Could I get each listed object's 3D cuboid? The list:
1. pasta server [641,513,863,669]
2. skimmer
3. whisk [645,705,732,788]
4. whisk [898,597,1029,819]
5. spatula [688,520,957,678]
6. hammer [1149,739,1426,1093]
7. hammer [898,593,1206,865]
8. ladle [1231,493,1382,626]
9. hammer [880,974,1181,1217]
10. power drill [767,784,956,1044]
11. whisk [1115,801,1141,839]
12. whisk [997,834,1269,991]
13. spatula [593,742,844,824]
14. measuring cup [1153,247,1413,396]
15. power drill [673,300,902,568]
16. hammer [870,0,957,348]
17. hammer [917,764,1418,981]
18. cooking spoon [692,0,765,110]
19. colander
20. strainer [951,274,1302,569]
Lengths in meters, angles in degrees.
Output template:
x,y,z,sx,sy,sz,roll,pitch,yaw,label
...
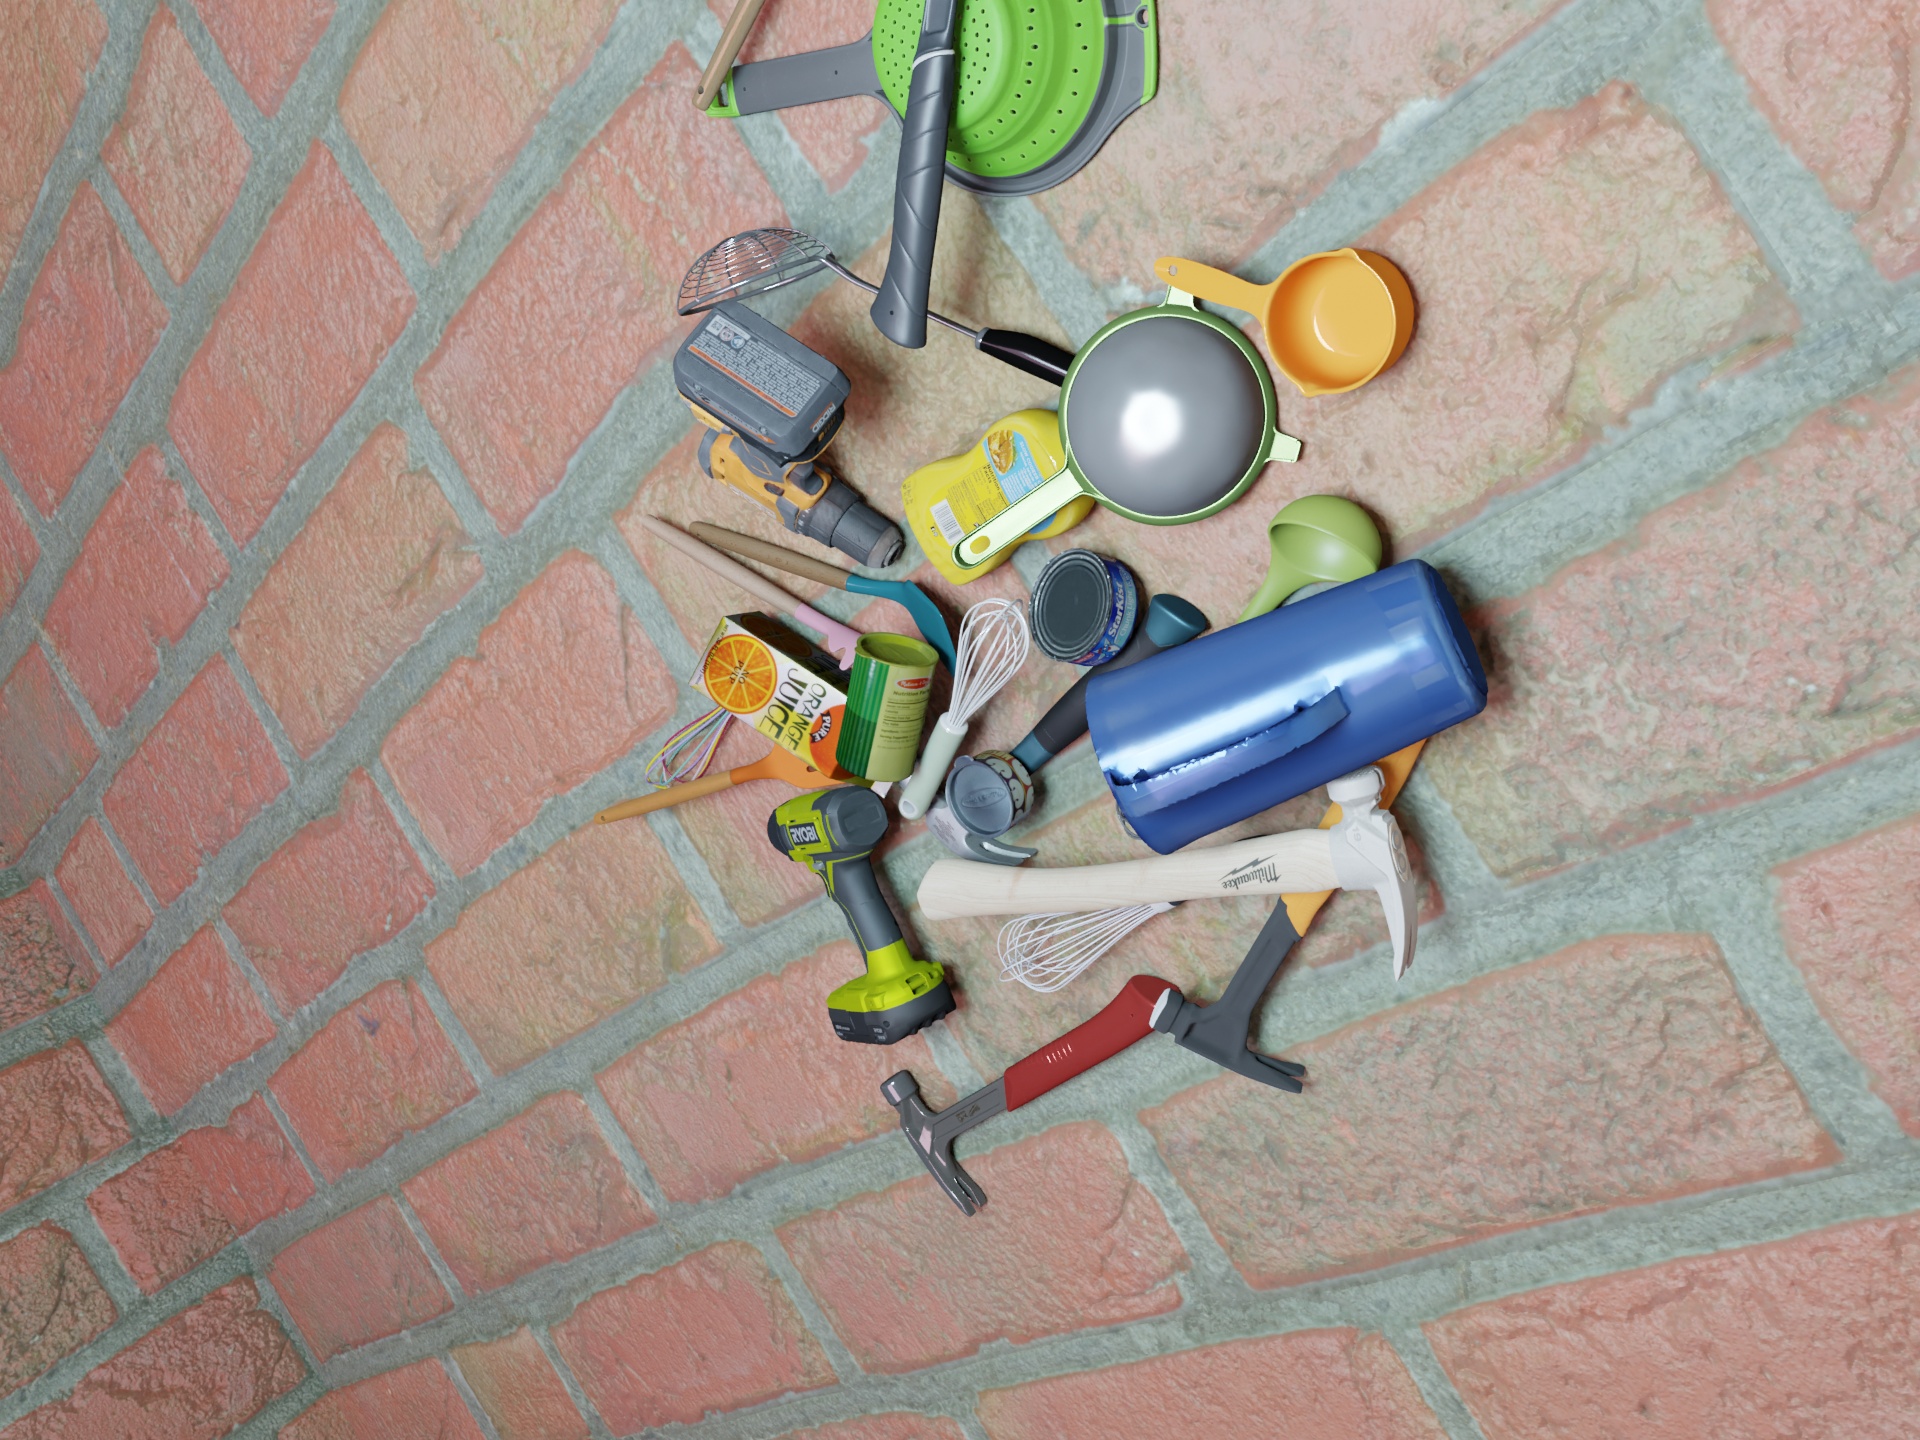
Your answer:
x,y,z,sx,sy,sz,roll,pitch,yaw,label
-0.164,-0.100,1.383,0.316,0.060,0.040,31,103,23,pasta server
-0.044,-0.282,1.193,0.363,0.127,0.090,26,119,14,skimmer
-0.220,-0.003,1.480,0.047,0.051,0.245,40,127,-10,whisk
-0.002,-0.004,1.268,0.058,0.059,0.246,38,132,13,whisk
-0.120,-0.118,1.348,0.318,0.044,0.082,21,148,30,spatula
0.261,0.130,1.166,0.127,0.034,0.336,25,120,5,hammer
0.075,0.007,1.264,0.128,0.033,0.331,52,130,8,hammer
0.189,-0.043,1.144,0.078,0.062,0.320,30,132,-7,ladle
0.071,0.320,1.400,0.149,0.037,0.359,54,131,5,hammer
-0.099,0.171,1.428,0.171,0.080,0.223,-14,98,58,power drill
0.205,0.025,1.171,0.239,0.055,0.055,-33,88,36,whisk
0.136,0.152,1.266,0.284,0.070,0.070,-31,89,36,whisk
-0.221,0.055,1.473,0.322,0.041,0.081,-17,99,33,spatula
0.210,-0.273,1.031,0.174,0.052,0.095,28,124,27,measuring cup
-0.127,-0.206,1.232,0.185,0.084,0.226,34,166,8,power drill
-0.009,-0.439,1.009,0.149,0.036,0.408,23,121,24,hammer
0.138,0.130,1.195,0.411,0.038,0.146,-10,98,37,hammer
-0.117,-0.581,1.140,0.069,0.017,0.318,45,121,15,cooking spoon
-0.058,-0.464,1.119,0.397,0.094,0.204,6,112,35,colander
0.093,-0.176,1.089,0.256,0.069,0.151,-33,95,18,strainer
